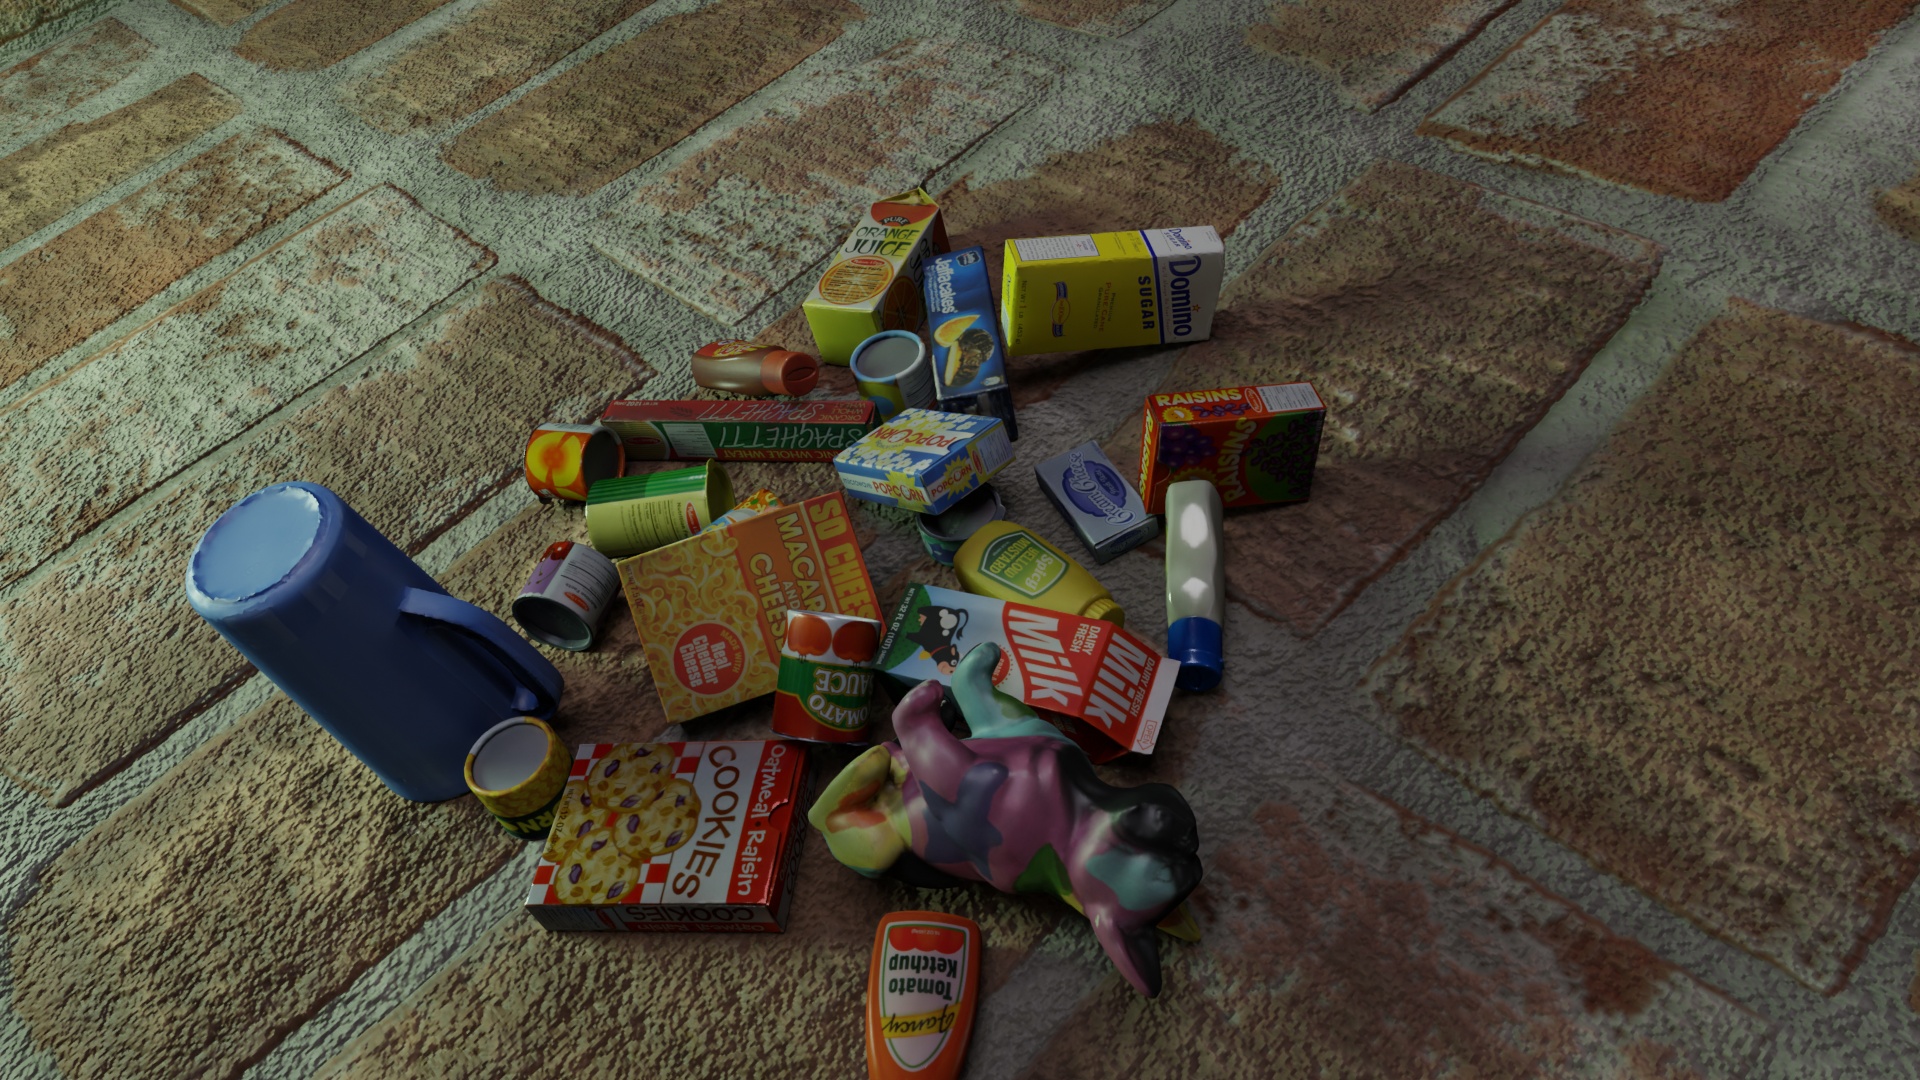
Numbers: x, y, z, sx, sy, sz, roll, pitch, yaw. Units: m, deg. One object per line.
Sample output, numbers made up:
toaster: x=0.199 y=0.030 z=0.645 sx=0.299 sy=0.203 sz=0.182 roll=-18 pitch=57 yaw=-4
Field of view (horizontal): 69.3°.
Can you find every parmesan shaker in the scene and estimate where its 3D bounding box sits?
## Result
parmesan shaker: x=-0.240 y=-0.026 z=1.117 sx=0.103 sy=0.071 sz=0.072 roll=-7 pitch=47 yaw=10

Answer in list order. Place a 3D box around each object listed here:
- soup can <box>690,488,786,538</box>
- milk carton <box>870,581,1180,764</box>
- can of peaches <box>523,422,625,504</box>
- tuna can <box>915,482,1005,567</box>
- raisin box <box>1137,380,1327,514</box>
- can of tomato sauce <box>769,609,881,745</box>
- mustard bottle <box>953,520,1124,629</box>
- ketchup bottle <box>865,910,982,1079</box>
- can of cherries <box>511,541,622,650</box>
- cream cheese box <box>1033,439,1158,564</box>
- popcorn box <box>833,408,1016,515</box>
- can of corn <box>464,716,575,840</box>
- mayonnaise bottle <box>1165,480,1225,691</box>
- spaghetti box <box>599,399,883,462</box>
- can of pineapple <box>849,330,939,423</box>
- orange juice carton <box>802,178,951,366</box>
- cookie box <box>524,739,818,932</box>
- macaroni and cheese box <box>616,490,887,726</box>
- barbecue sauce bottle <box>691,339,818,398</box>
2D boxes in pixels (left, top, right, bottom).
soup can: x=-0.166 y=0.008 z=1.064 sx=0.084 sy=0.071 sz=0.071 roll=-37 pitch=49 yaw=-19
milk carton: x=0.046 y=0.091 z=0.921 sx=0.190 sy=0.073 sz=0.072 roll=10 pitch=60 yaw=24
can of peaches: x=-0.328 y=-0.064 z=1.183 sx=0.058 sy=0.071 sz=0.071 roll=4 pitch=50 yaw=19
tuna can: x=0.004 y=-0.013 z=1.062 sx=0.071 sy=0.032 sz=0.071 roll=-8 pitch=46 yaw=9
raisin box: x=0.194 y=-0.066 z=1.005 sx=0.123 sy=0.085 sz=0.040 roll=-5 pitch=43 yaw=-6
can of tomato sauce: x=-0.089 y=0.092 z=0.940 sx=0.071 sy=0.071 sz=0.083 roll=7 pitch=88 yaw=22
mustard bottle: x=0.067 y=0.041 z=0.982 sx=0.160 sy=0.048 sz=0.065 roll=30 pitch=63 yaw=36
ketchup bottle: x=-0.025 y=0.286 z=0.784 sx=0.065 sy=0.043 sz=0.149 roll=3 pitch=49 yaw=5
can of cherries: x=-0.305 y=0.043 z=1.076 sx=0.071 sy=0.071 sz=0.059 roll=3 pitch=49 yaw=19
cream cheese box: x=0.103 y=-0.031 z=1.056 sx=0.053 sy=0.024 sz=0.104 roll=-26 pitch=46 yaw=-8
popcorn box: x=-0.030 y=-0.063 z=1.077 sx=0.085 sy=0.038 sz=0.127 roll=-36 pitch=27 yaw=-27
can of corn: x=-0.300 y=0.166 z=0.964 sx=0.071 sy=0.058 sz=0.071 roll=-8 pitch=46 yaw=9
mayonnaise bottle: x=0.161 y=0.032 z=0.957 sx=0.041 sy=0.064 sz=0.149 roll=-4 pitch=51 yaw=15
spaghetti box: x=-0.183 y=-0.092 z=1.177 sx=0.250 sy=0.050 sz=0.029 roll=2 pitch=50 yaw=17
can of pineapple: x=-0.057 y=-0.136 z=1.176 sx=0.071 sy=0.057 sz=0.071 roll=-8 pitch=47 yaw=9
orange juice carton: x=-0.063 y=-0.247 z=1.272 sx=0.073 sy=0.071 sz=0.194 roll=10 pitch=52 yaw=23
cookie box: x=-0.187 y=0.194 z=0.918 sx=0.167 sy=0.040 sz=0.123 roll=-3 pitch=47 yaw=13
macaroni and cheese box: x=-0.145 y=0.048 z=0.997 sx=0.166 sy=0.040 sz=0.123 roll=-18 pitch=87 yaw=-2
barbecue sauce bottle: x=-0.174 y=-0.147 z=1.195 sx=0.065 sy=0.043 sz=0.148 roll=-20 pitch=21 yaw=-31
